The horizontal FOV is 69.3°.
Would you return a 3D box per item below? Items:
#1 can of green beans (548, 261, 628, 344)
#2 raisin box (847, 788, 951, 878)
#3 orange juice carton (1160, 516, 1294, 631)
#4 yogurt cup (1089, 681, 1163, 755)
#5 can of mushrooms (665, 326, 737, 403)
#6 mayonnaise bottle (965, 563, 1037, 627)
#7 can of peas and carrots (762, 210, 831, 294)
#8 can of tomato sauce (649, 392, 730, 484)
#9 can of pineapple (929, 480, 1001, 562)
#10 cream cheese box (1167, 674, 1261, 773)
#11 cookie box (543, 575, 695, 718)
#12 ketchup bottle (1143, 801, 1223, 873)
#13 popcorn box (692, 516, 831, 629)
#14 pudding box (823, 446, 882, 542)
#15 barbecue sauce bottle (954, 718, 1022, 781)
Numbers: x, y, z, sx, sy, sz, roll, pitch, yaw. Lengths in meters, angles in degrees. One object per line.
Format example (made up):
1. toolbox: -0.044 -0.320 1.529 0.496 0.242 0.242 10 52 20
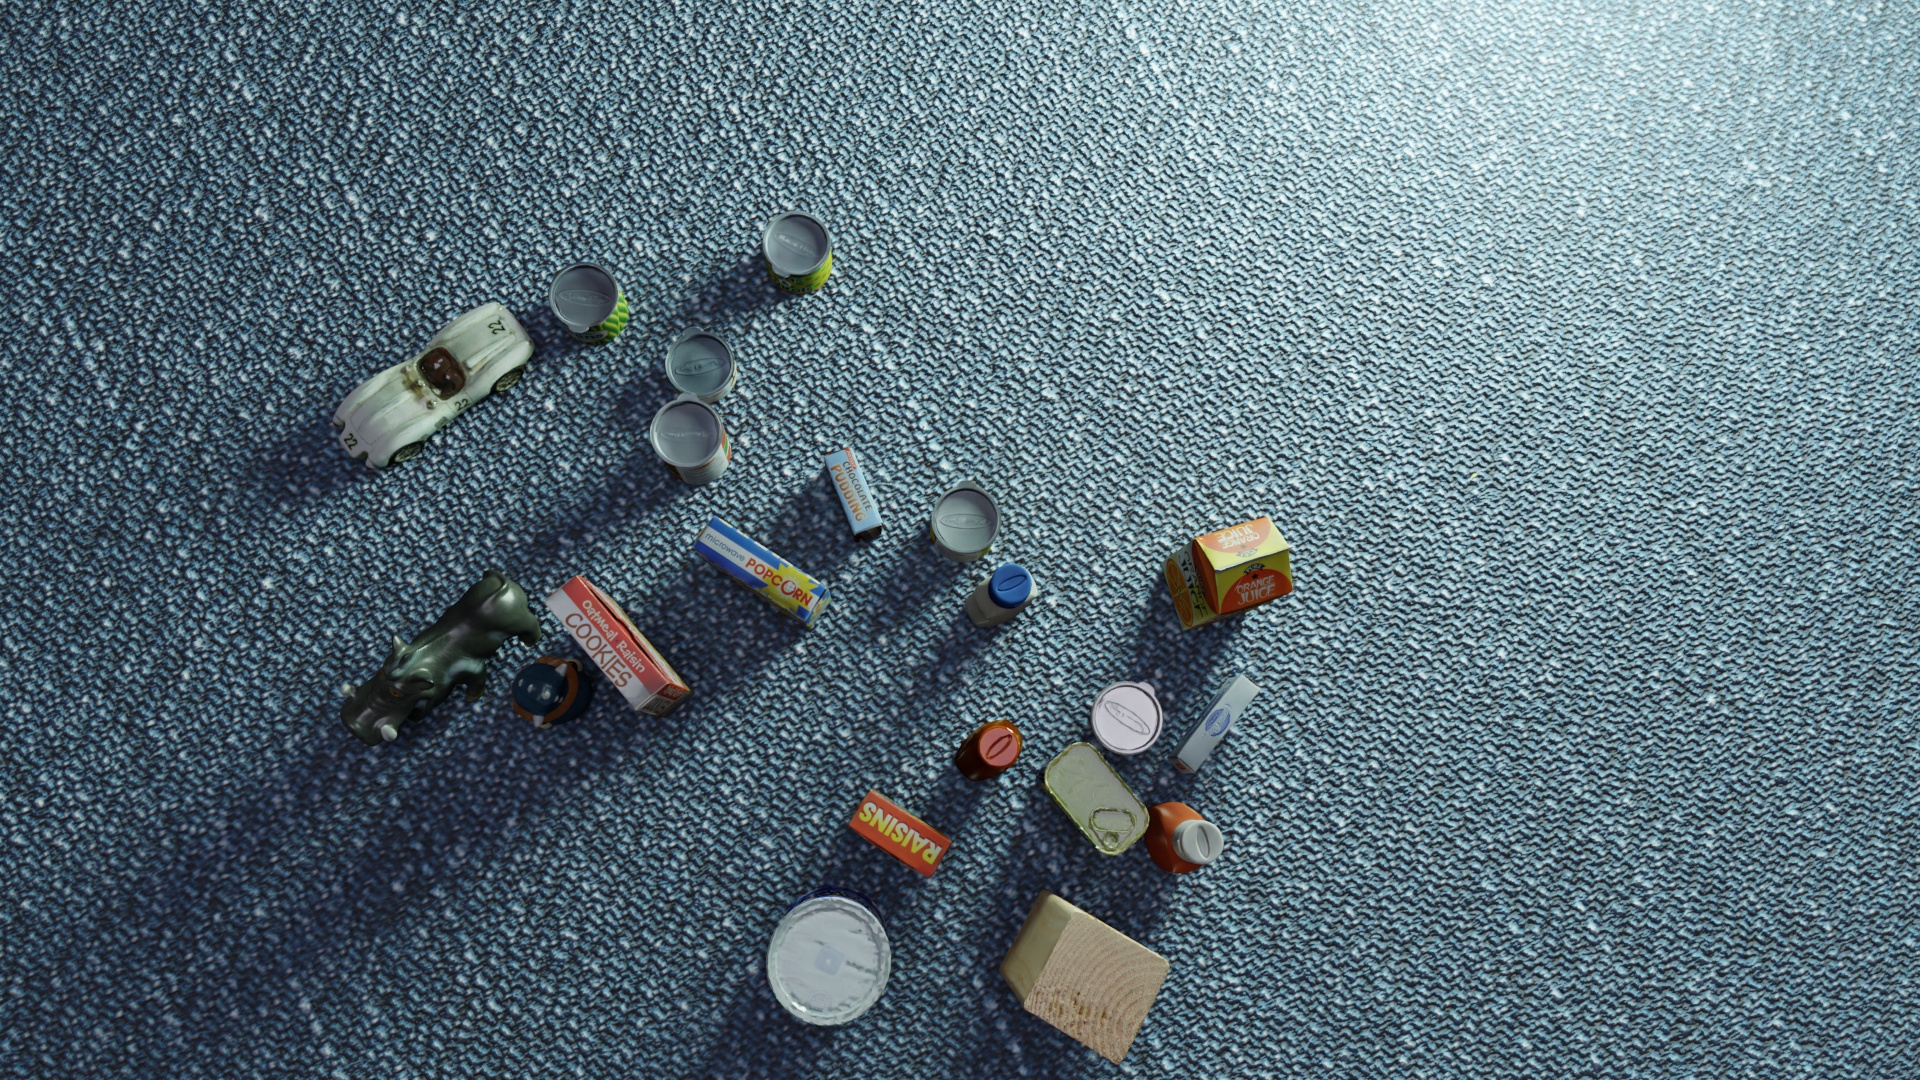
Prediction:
1. can of green beans: -0.359 -0.229 1.344 0.071 0.057 0.071 1 80 -4
2. raisin box: -0.056 0.260 1.242 0.086 0.123 0.040 33 80 2
3. orange juice carton: 0.245 0.030 1.269 0.072 0.192 0.073 -16 82 -6
4. yogurt cup: 0.153 0.168 1.308 0.072 0.054 0.072 1 80 -4
5. can of mushrooms: -0.252 -0.170 1.353 0.071 0.033 0.071 1 80 -4
6. mayonnaise bottle: 0.040 0.049 1.274 0.065 0.148 0.041 -24 83 -7
7. can of peas and carrots: -0.161 -0.280 1.366 0.071 0.058 0.071 1 80 -4
8. can of tomato sauce: -0.254 -0.094 1.314 0.071 0.083 0.071 1 80 -4
9. can of pineapple: 0.005 -0.017 1.330 0.071 0.057 0.071 1 80 -4
10. cream cheese box: 0.238 0.173 1.313 0.024 0.053 0.104 40 80 4
11. cookie box: -0.298 0.097 1.234 0.040 0.167 0.123 -41 85 -9
12. ketchup bottle: 0.199 0.268 1.245 0.043 0.148 0.065 -11 81 -5
13. popcorn box: -0.184 0.031 1.295 0.127 0.085 0.038 33 80 2
14. pudding box: -0.102 -0.043 1.332 0.030 0.049 0.084 -21 82 -7
15. barbecue sauce bottle: 0.029 0.188 1.248 0.065 0.148 0.043 -41 85 -9
